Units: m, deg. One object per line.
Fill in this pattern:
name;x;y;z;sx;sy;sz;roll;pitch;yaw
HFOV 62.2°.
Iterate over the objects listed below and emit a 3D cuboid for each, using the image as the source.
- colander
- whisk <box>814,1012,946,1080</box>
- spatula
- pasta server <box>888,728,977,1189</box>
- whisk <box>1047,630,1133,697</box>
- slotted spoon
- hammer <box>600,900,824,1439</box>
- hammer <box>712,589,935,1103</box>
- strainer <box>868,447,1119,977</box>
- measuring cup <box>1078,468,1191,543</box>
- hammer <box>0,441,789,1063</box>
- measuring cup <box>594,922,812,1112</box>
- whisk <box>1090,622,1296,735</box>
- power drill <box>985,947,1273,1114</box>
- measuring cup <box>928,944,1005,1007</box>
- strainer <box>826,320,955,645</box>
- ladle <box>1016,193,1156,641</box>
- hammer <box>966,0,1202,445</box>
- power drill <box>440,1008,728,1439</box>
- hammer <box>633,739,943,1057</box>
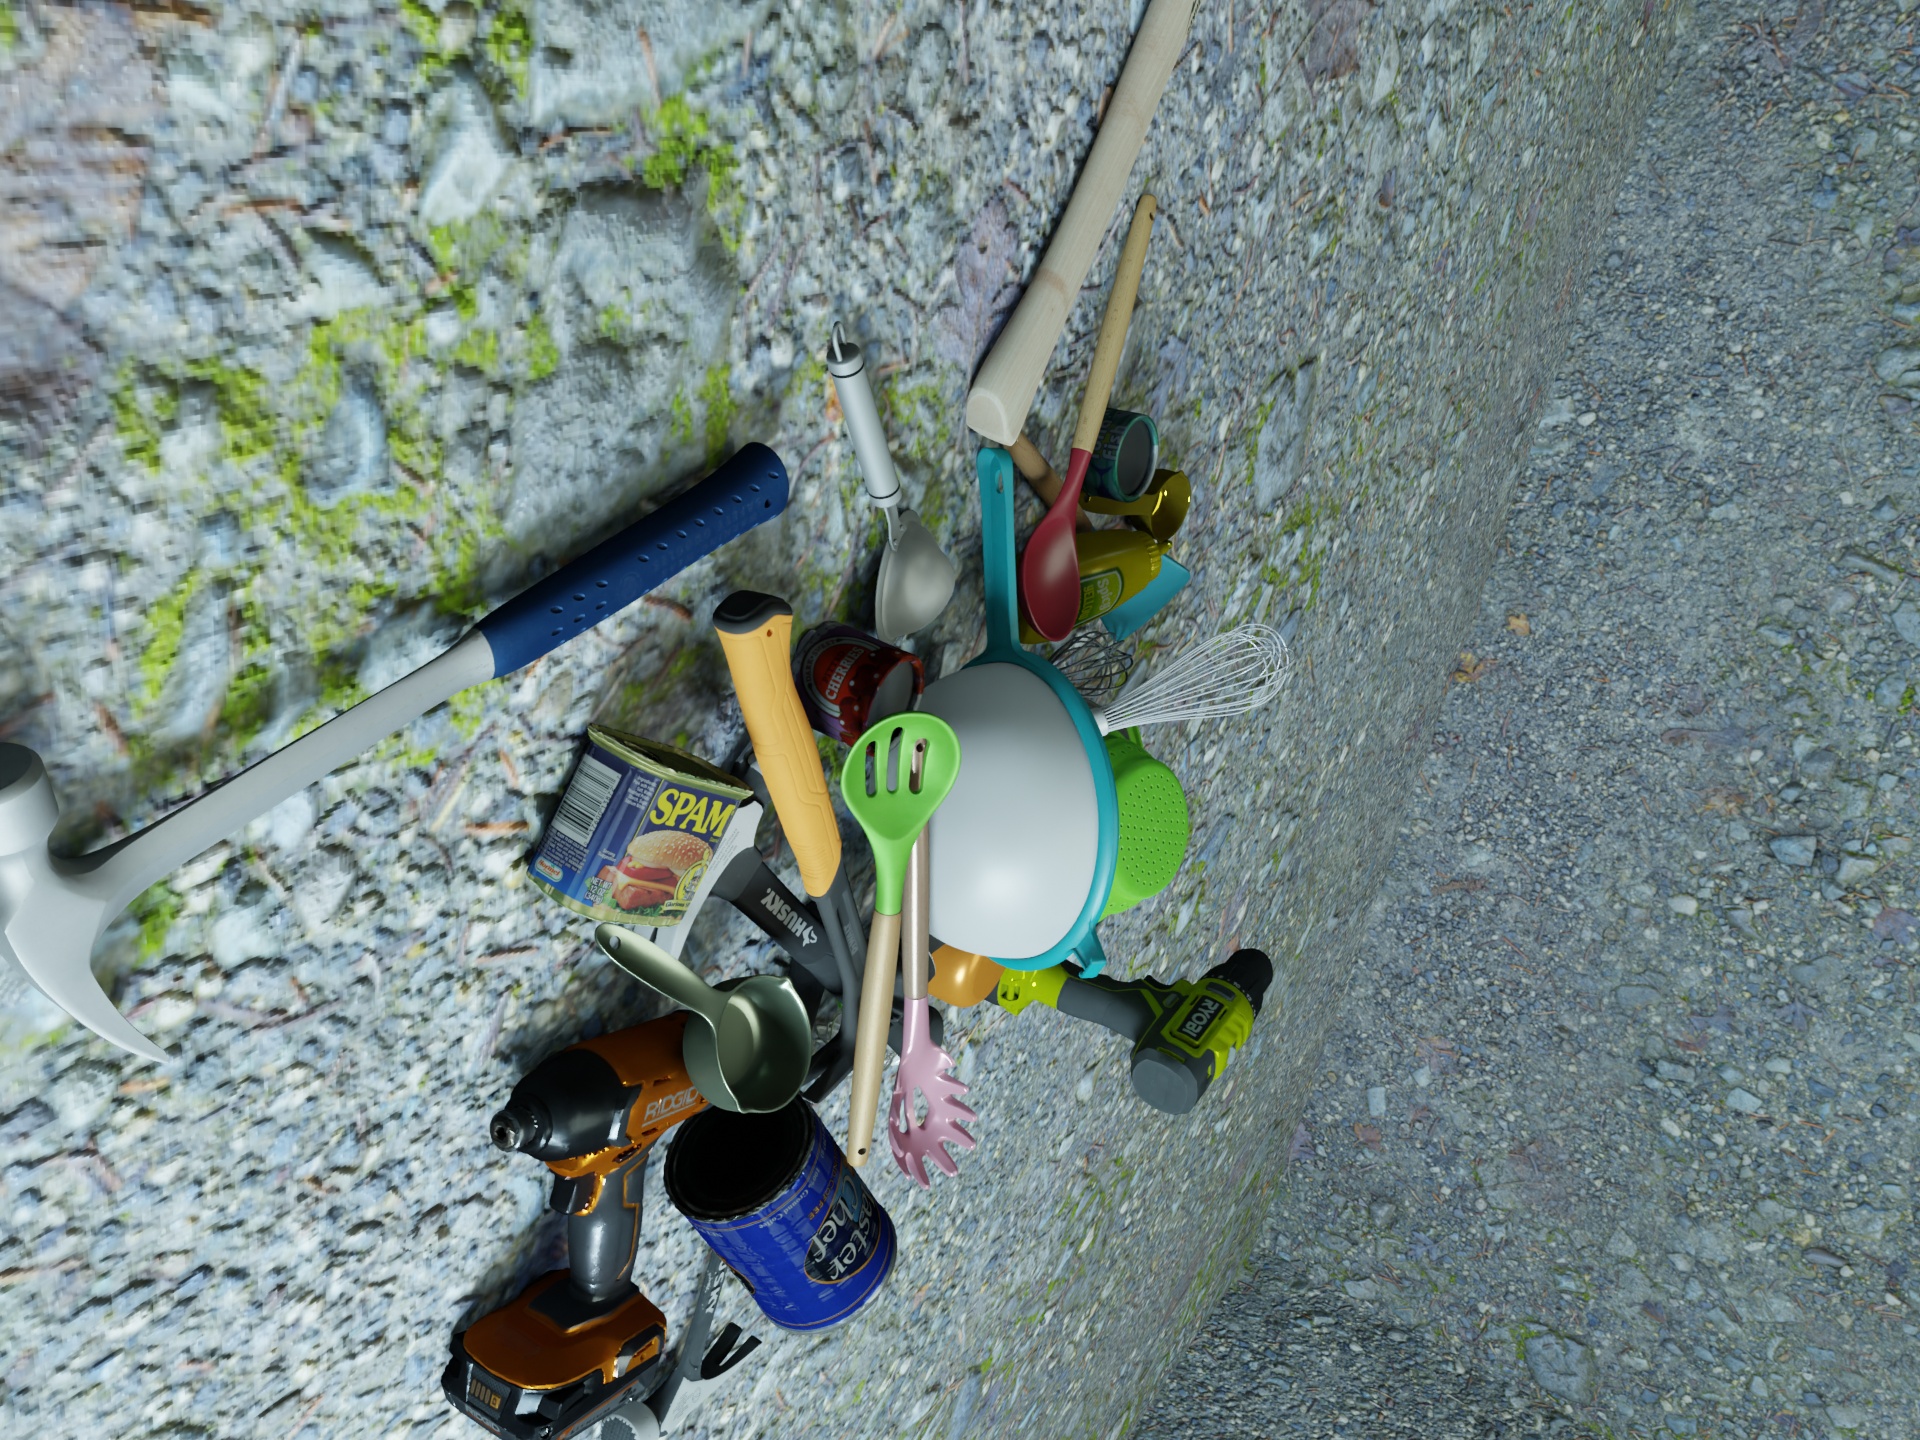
colander;0.064;0.115;1.211;0.397;0.094;0.204;-32;115;-42
whisk;-0.054;0.253;1.222;0.058;0.059;0.246;-58;160;-1
spatula;0.090;-0.143;1.162;0.082;0.044;0.317;-42;154;6
pasta server;-0.023;0.148;0.977;0.060;0.040;0.316;-16;119;-33
whisk;0.061;-0.026;1.206;0.239;0.055;0.055;-22;131;-51
slotted spoon;-0.048;0.134;0.939;0.070;0.031;0.313;-1;114;-20
hammer;-0.144;0.311;1.105;0.149;0.036;0.409;-8;119;-63
hammer;-0.089;0.073;0.910;0.127;0.034;0.336;-45;139;-34
strainer;-0.002;-0.003;1.015;0.095;0.211;0.340;-5;95;-34
measuring cup;0.128;-0.174;1.248;0.156;0.029;0.062;-4;114;-50
hammer;-0.211;-0.018;0.673;0.405;0.035;0.144;-42;146;-43
measuring cup;-0.149;0.157;0.871;0.167;0.038;0.083;44;49;-35
whisk;0.131;-0.008;1.219;0.284;0.070;0.070;-21;139;-14
power drill;0.145;0.224;1.375;0.190;0.229;0.080;-38;144;-46
measuring cup;-0.015;0.196;1.240;0.173;0.052;0.095;-27;135;-57
strainer;-0.041;-0.126;0.921;0.258;0.050;0.087;73;30;-51
ladle;0.089;-0.207;1.076;0.069;0.031;0.315;21;83;-52
hammer;0.105;-0.366;1.004;0.410;0.038;0.146;-66;157;2
power drill;-0.215;0.282;0.885;0.164;0.084;0.226;-3;110;-63
hammer;-0.090;0.154;1.011;0.146;0.035;0.334;-57;144;-17
